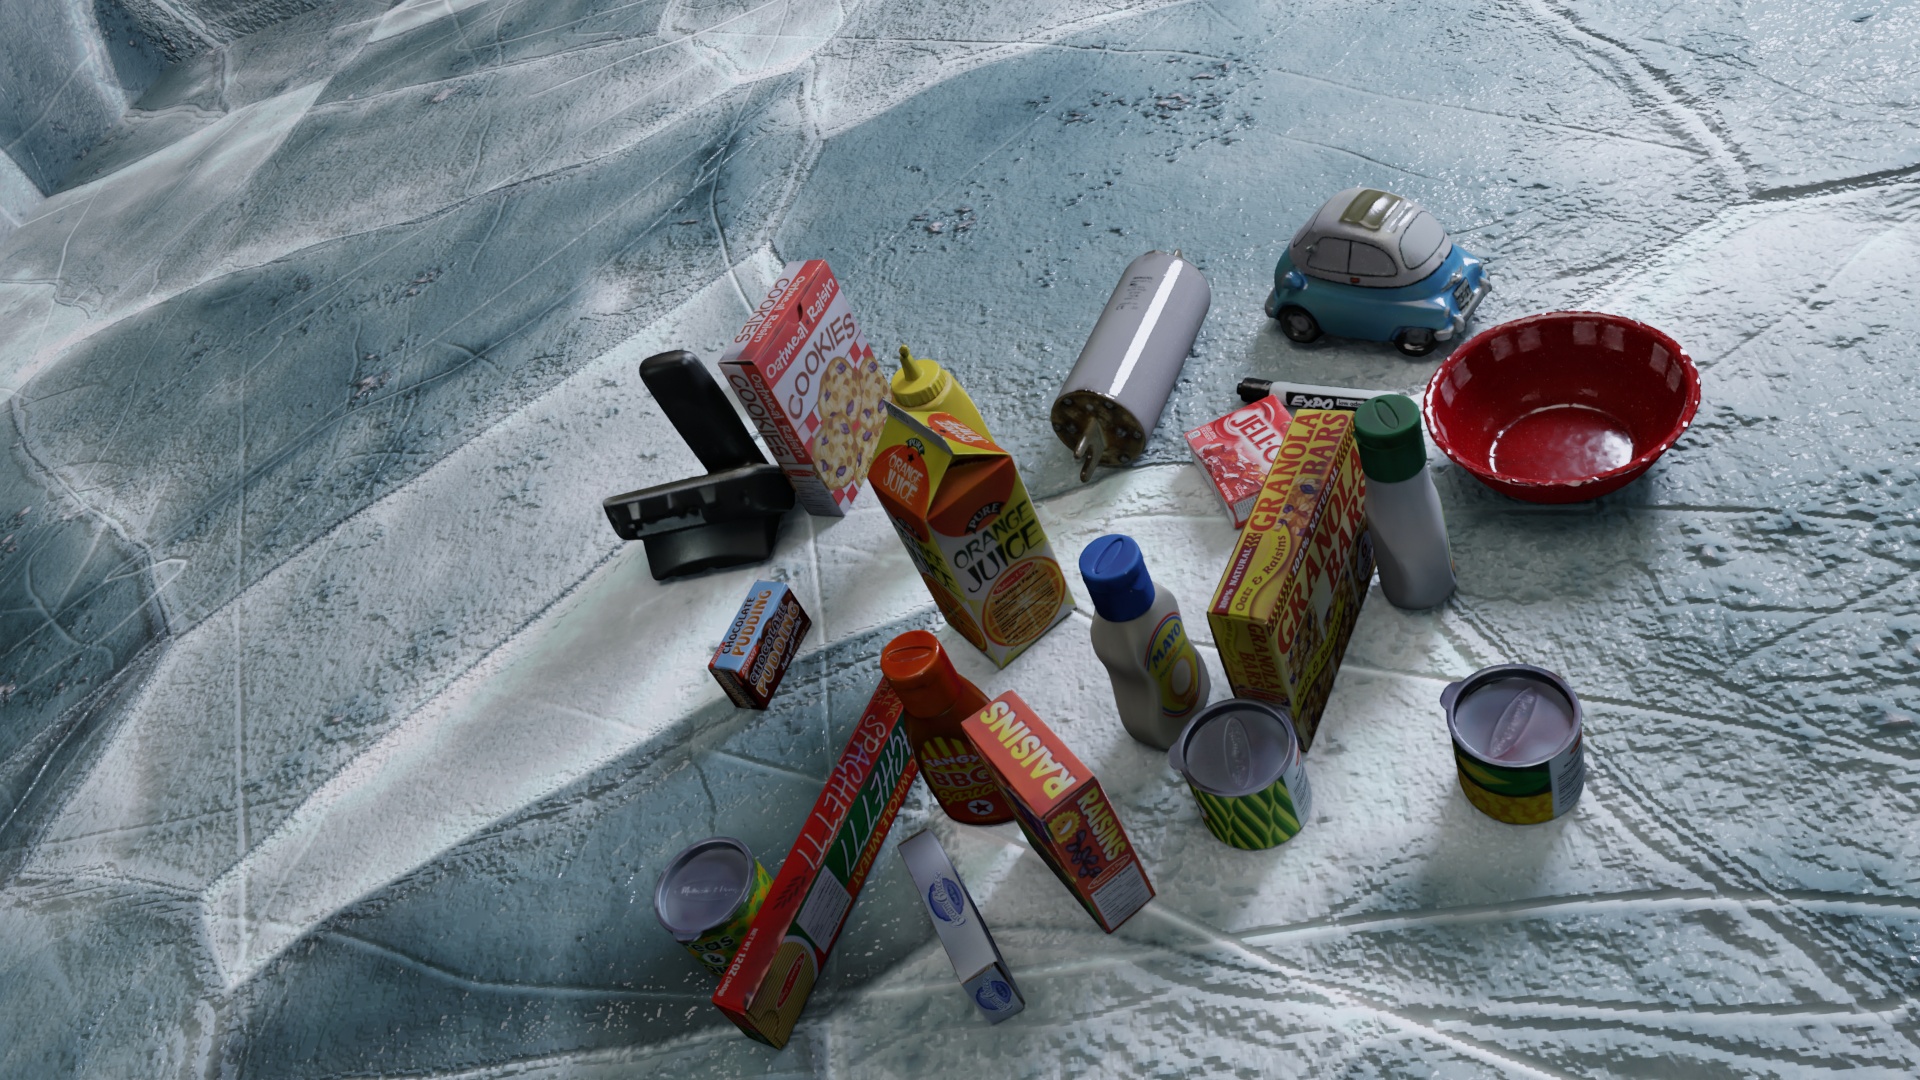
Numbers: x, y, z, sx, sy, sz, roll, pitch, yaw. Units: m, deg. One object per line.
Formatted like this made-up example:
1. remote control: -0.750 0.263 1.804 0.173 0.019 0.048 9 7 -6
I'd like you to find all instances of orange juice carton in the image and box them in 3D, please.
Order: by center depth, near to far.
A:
1. orange juice carton: 0.003 -0.011 0.914 0.073 0.191 0.072 -39 42 -13

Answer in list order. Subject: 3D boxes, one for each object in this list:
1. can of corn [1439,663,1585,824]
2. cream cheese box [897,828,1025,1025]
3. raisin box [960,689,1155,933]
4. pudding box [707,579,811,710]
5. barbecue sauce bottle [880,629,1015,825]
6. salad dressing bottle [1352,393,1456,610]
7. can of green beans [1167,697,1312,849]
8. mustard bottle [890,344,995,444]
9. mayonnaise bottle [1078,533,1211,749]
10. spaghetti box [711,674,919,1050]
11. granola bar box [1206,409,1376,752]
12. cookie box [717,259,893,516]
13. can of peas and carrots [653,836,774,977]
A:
1. can of corn: 0.295 0.108 0.744 0.071 0.058 0.071 -14 43 14
2. cream cheese box: 0.000 0.217 0.786 0.024 0.053 0.104 -30 41 -4
3. raisin box: 0.054 0.151 0.773 0.040 0.123 0.086 -35 42 -9
4. pudding box: -0.145 0.075 1.009 0.030 0.049 0.084 2 49 29
5. barbecue sauce bottle: -0.004 0.112 0.824 0.065 0.148 0.044 -10 44 18
6. salad dressing bottle: 0.263 -0.021 0.826 0.044 0.147 0.064 -20 42 8
7. can of green beans: 0.162 0.133 0.787 0.071 0.057 0.071 -14 43 14
8. mustard bottle: -0.016 -0.086 1.024 0.049 0.159 0.066 0 48 27
9. mayonnaise bottle: 0.107 0.058 0.823 0.041 0.147 0.065 16 57 38
10. spaghetti box: -0.073 0.185 0.858 0.028 0.050 0.251 4 50 31
11. granola bar box: 0.203 0.022 0.829 0.039 0.123 0.166 7 51 33
12. cookie box: -0.113 -0.120 1.104 0.040 0.166 0.123 3 49 30
13. can of peas and carrots: -0.144 0.226 0.846 0.071 0.058 0.071 -14 43 14
